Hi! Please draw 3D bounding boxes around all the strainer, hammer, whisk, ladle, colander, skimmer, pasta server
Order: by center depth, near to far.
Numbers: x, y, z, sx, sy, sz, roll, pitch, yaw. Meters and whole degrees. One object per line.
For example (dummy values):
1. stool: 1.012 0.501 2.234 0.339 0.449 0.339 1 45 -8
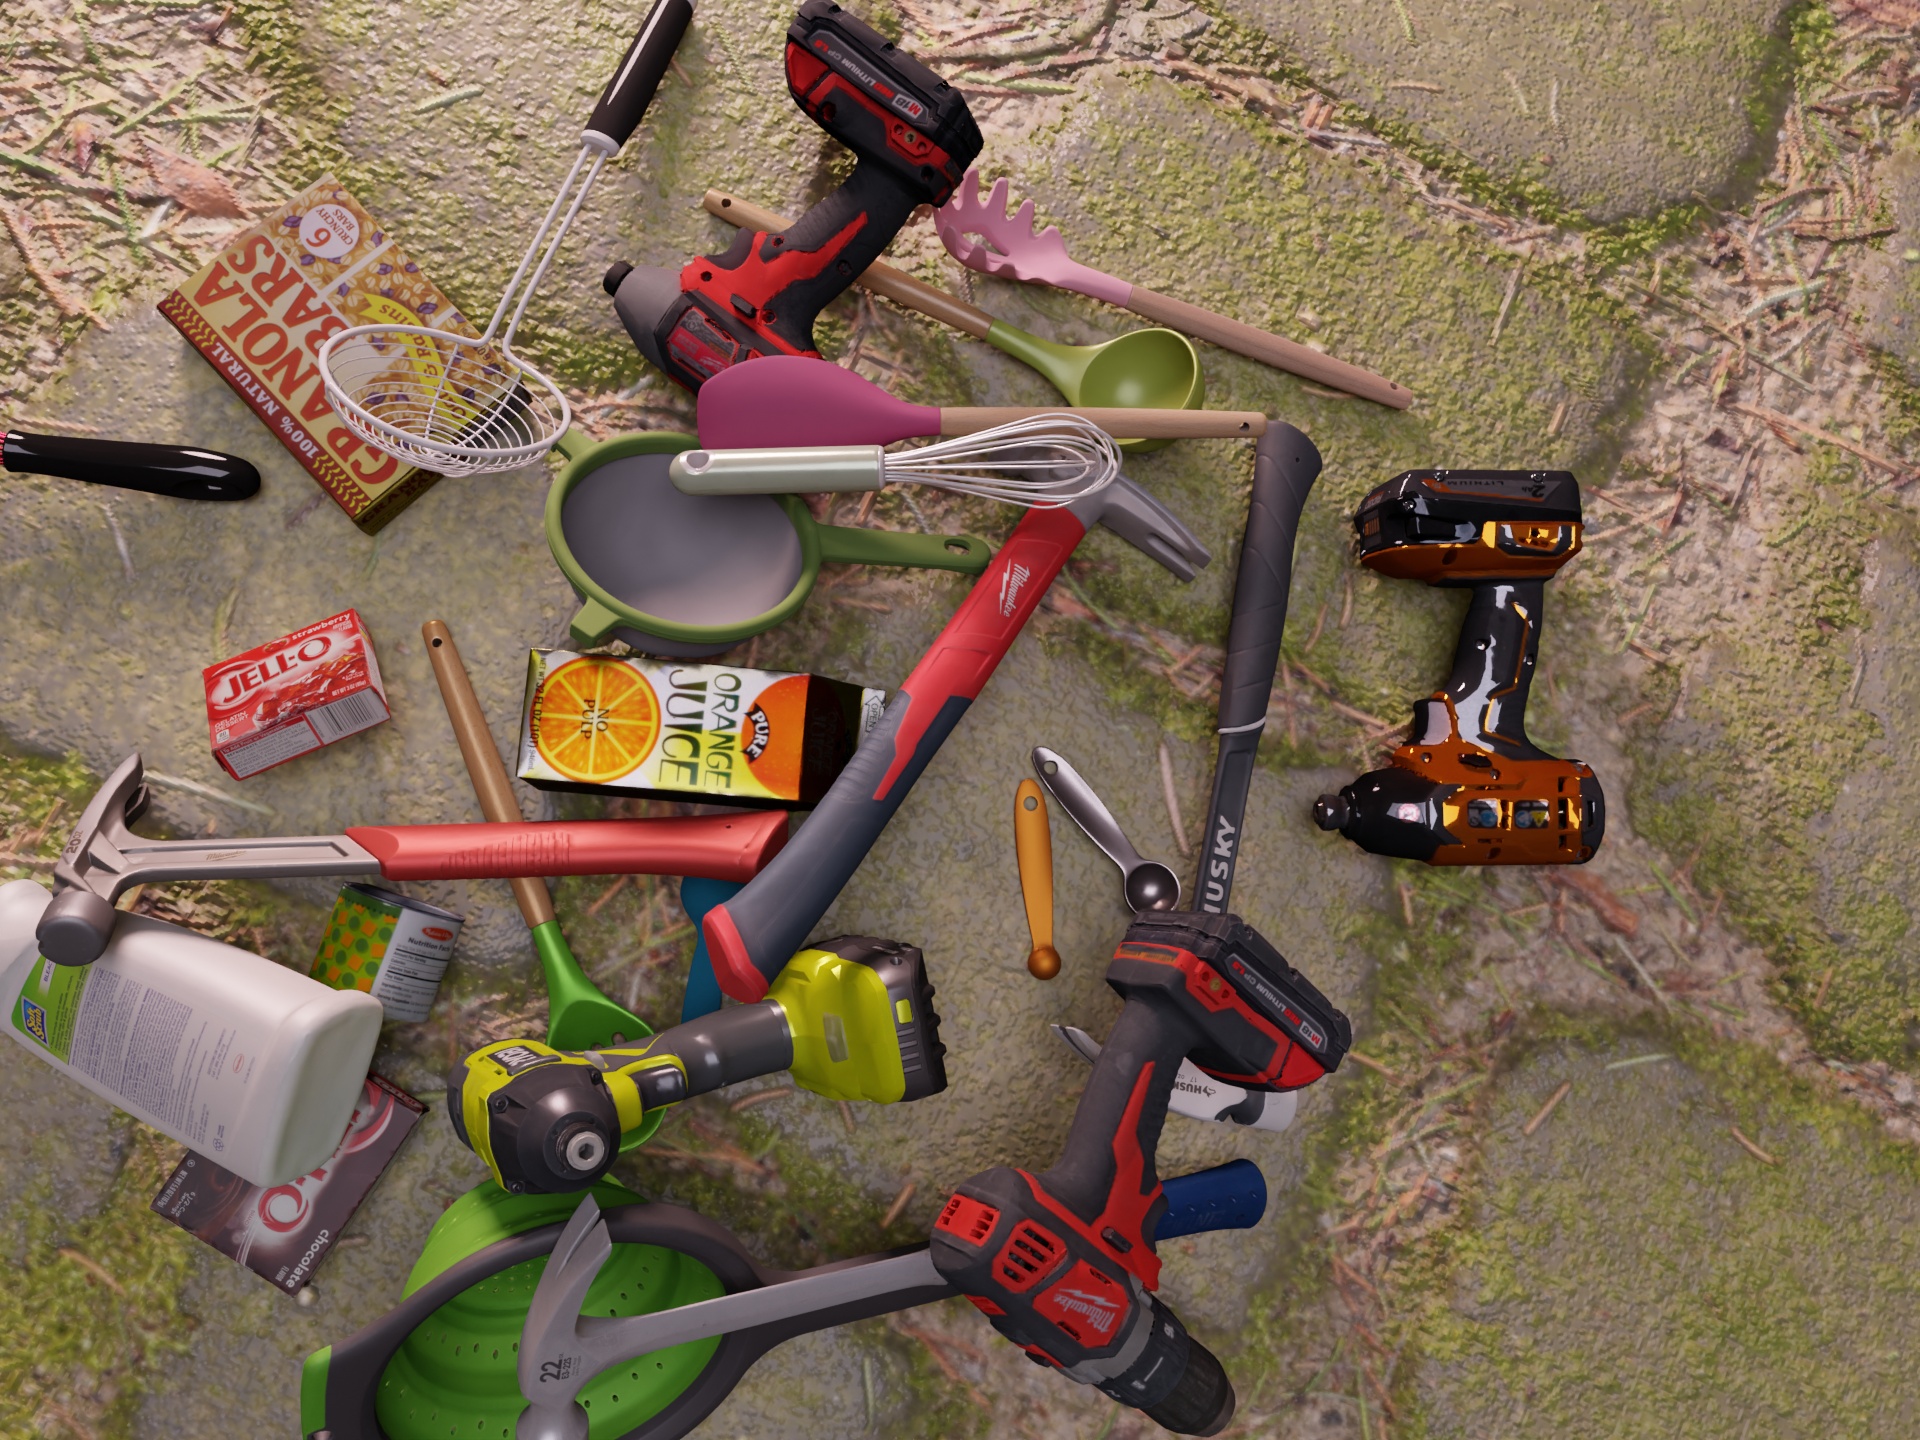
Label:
1. hammer: -0.016 0.271 0.801 0.405 0.035 0.144 -4 117 -27
2. hammer: -0.271 0.064 0.834 0.359 0.149 0.036 -1 121 -9
3. colander: -0.135 0.286 0.836 0.397 0.095 0.204 -5 124 -24
4. hammer: -0.001 -0.003 0.847 0.143 0.038 0.386 35 59 -2
5. whisk: -0.035 -0.137 0.864 0.246 0.059 0.058 -1 54 1
6. whisk: -0.537 -0.150 0.865 0.295 0.073 0.073 6 82 -11
7. skimmer: -0.223 -0.287 0.873 0.127 0.090 0.363 23 71 -4
8. strainer: -0.109 -0.085 0.905 0.256 0.069 0.152 1 53 -23
9. hammer: 0.154 0.021 0.918 0.149 0.036 0.409 16 78 -21
10. ladle: -0.006 -0.246 0.937 0.320 0.062 0.078 25 84 0
11. pasta server: 0.129 -0.251 0.960 0.316 0.040 0.060 19 60 -5

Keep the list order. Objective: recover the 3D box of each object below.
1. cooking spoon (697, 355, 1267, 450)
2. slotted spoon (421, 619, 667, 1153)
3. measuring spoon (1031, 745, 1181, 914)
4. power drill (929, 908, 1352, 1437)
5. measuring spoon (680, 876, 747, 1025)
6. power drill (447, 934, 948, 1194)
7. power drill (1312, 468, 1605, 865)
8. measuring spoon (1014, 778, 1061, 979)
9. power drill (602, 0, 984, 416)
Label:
1. cooking spoon: 0.014 -0.167 0.886 0.319 0.017 0.068 -1 113 -6
2. slotted spoon: -0.238 0.088 0.882 0.070 0.031 0.314 -22 84 -9
3. measuring spoon: 0.081 0.065 0.928 0.034 0.018 0.124 -36 81 -20
4. power drill: 0.107 0.228 0.800 0.187 0.080 0.227 43 67 -20
5. measuring spoon: -0.142 0.138 0.887 0.042 0.021 0.129 7 80 -5
6. power drill: -0.127 0.173 0.789 0.223 0.171 0.080 -12 92 -28
7. power drill: 0.285 -0.028 0.929 0.164 0.084 0.226 -1 87 -6
8. measuring spoon: 0.045 0.091 0.919 0.021 0.011 0.117 -4 83 -7
9. power drill: -0.098 -0.279 0.898 0.143 0.078 0.219 36 99 5
